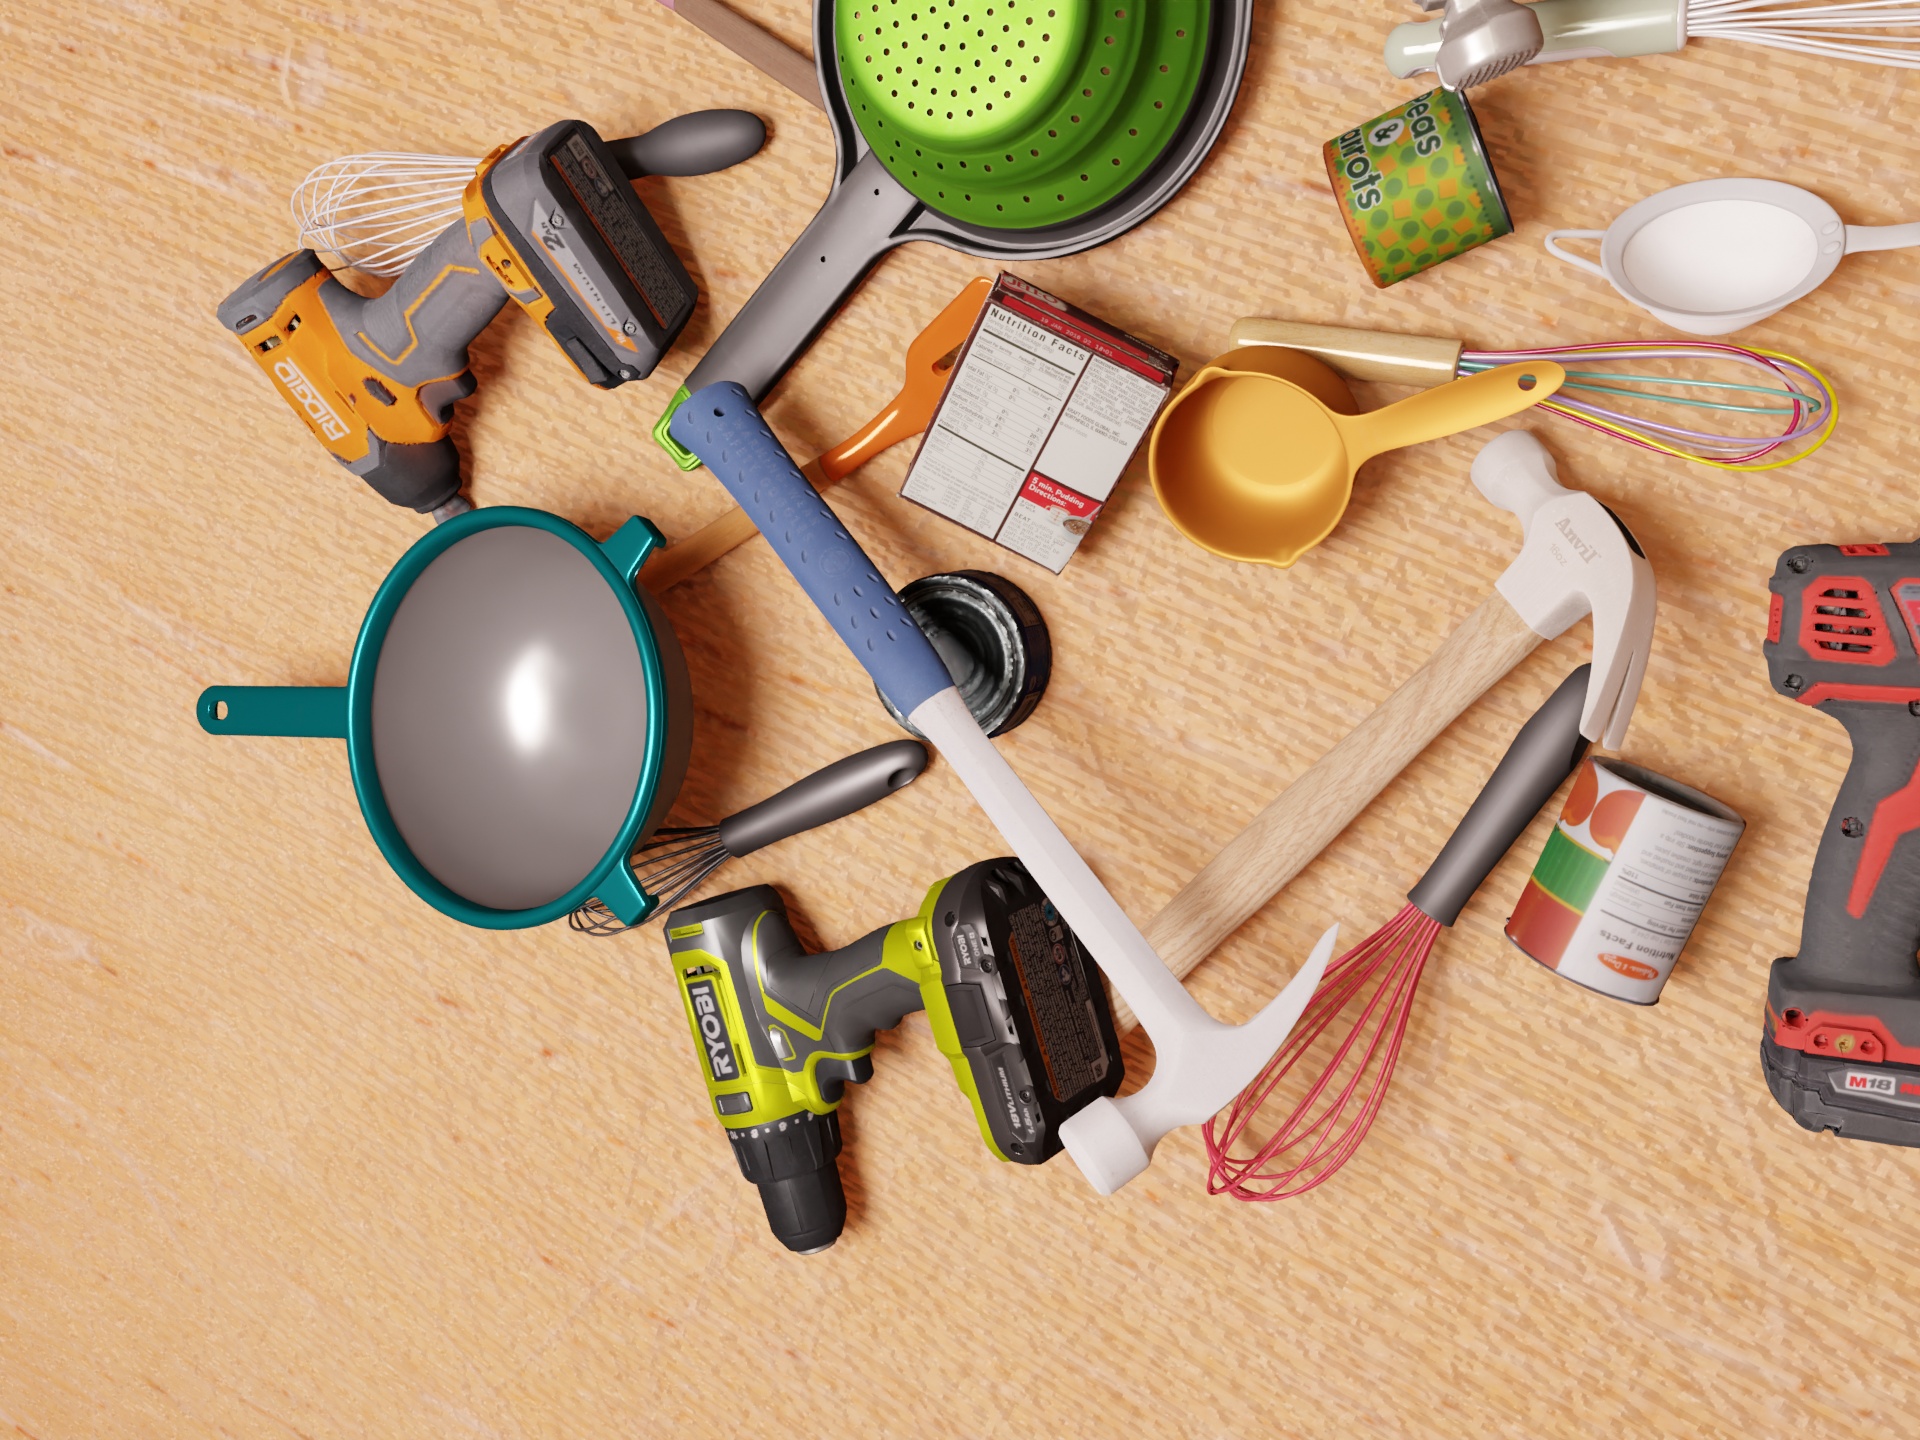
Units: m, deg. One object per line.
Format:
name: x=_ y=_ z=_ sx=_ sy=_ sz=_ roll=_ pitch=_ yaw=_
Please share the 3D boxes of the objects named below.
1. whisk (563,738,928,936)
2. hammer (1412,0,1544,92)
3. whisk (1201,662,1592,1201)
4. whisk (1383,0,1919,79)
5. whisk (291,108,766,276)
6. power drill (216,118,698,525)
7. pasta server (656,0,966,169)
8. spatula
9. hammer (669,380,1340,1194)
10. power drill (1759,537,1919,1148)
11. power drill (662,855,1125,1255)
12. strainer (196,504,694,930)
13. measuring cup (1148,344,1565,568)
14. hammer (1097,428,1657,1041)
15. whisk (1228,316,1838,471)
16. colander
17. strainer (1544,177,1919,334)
whisk: x=-0.121 y=0.059 z=0.838 sx=0.239 sy=0.055 sz=0.055 roll=-24 pitch=88 yaw=20
hammer: x=0.341 y=-0.364 z=0.533 sx=0.410 sy=0.038 sz=0.146 roll=-19 pitch=96 yaw=12
whisk: x=0.195 y=0.099 z=0.701 sx=0.073 sy=0.073 sz=0.296 roll=36 pitch=104 yaw=15
whisk: x=0.289 y=-0.273 z=0.617 sx=0.246 sy=0.058 sz=0.059 roll=5 pitch=107 yaw=27
whisk: x=-0.231 y=-0.283 z=0.836 sx=0.284 sy=0.070 sz=0.070 roll=-5 pitch=95 yaw=19
power drill: x=-0.252 y=-0.193 z=0.825 sx=0.226 sy=0.084 sz=0.164 roll=-17 pitch=123 yaw=26
pasta server: x=-0.122 y=-0.344 z=0.787 sx=0.316 sy=0.040 sz=0.060 roll=37 pitch=122 yaw=13
spatula: x=-0.088 y=-0.112 z=0.802 sx=0.322 sy=0.041 sz=0.081 roll=-27 pitch=111 yaw=26
hammer: x=-0.001 y=-0.002 z=0.707 sx=0.144 sy=0.035 sz=0.406 roll=-34 pitch=71 yaw=-10
power drill: x=0.399 y=0.045 z=0.594 sx=0.188 sy=0.080 sz=0.226 roll=4 pitch=98 yaw=22
power drill: x=-0.039 y=0.166 z=0.787 sx=0.228 sy=0.080 sz=0.190 roll=-17 pitch=89 yaw=37
strainer: x=-0.267 y=-0.002 z=0.856 sx=0.340 sy=0.095 sz=0.211 roll=1 pitch=90 yaw=30
measuring cup: x=0.166 y=-0.127 z=0.669 sx=0.173 sy=0.052 sz=0.095 roll=-14 pitch=114 yaw=30
hammer: x=0.164 y=0.035 z=0.700 sx=0.331 sy=0.031 sz=0.130 roll=-49 pitch=45 yaw=27
whisk: x=0.229 y=-0.142 z=0.662 sx=0.245 sy=0.051 sz=0.047 roll=14 pitch=108 yaw=24
colander: x=-0.038 y=-0.250 z=0.713 sx=0.204 sy=0.094 sz=0.397 roll=48 pitch=118 yaw=3
strainer: x=0.355 y=-0.178 z=0.589 sx=0.258 sy=0.050 sz=0.087 roll=0 pitch=52 yaw=29
